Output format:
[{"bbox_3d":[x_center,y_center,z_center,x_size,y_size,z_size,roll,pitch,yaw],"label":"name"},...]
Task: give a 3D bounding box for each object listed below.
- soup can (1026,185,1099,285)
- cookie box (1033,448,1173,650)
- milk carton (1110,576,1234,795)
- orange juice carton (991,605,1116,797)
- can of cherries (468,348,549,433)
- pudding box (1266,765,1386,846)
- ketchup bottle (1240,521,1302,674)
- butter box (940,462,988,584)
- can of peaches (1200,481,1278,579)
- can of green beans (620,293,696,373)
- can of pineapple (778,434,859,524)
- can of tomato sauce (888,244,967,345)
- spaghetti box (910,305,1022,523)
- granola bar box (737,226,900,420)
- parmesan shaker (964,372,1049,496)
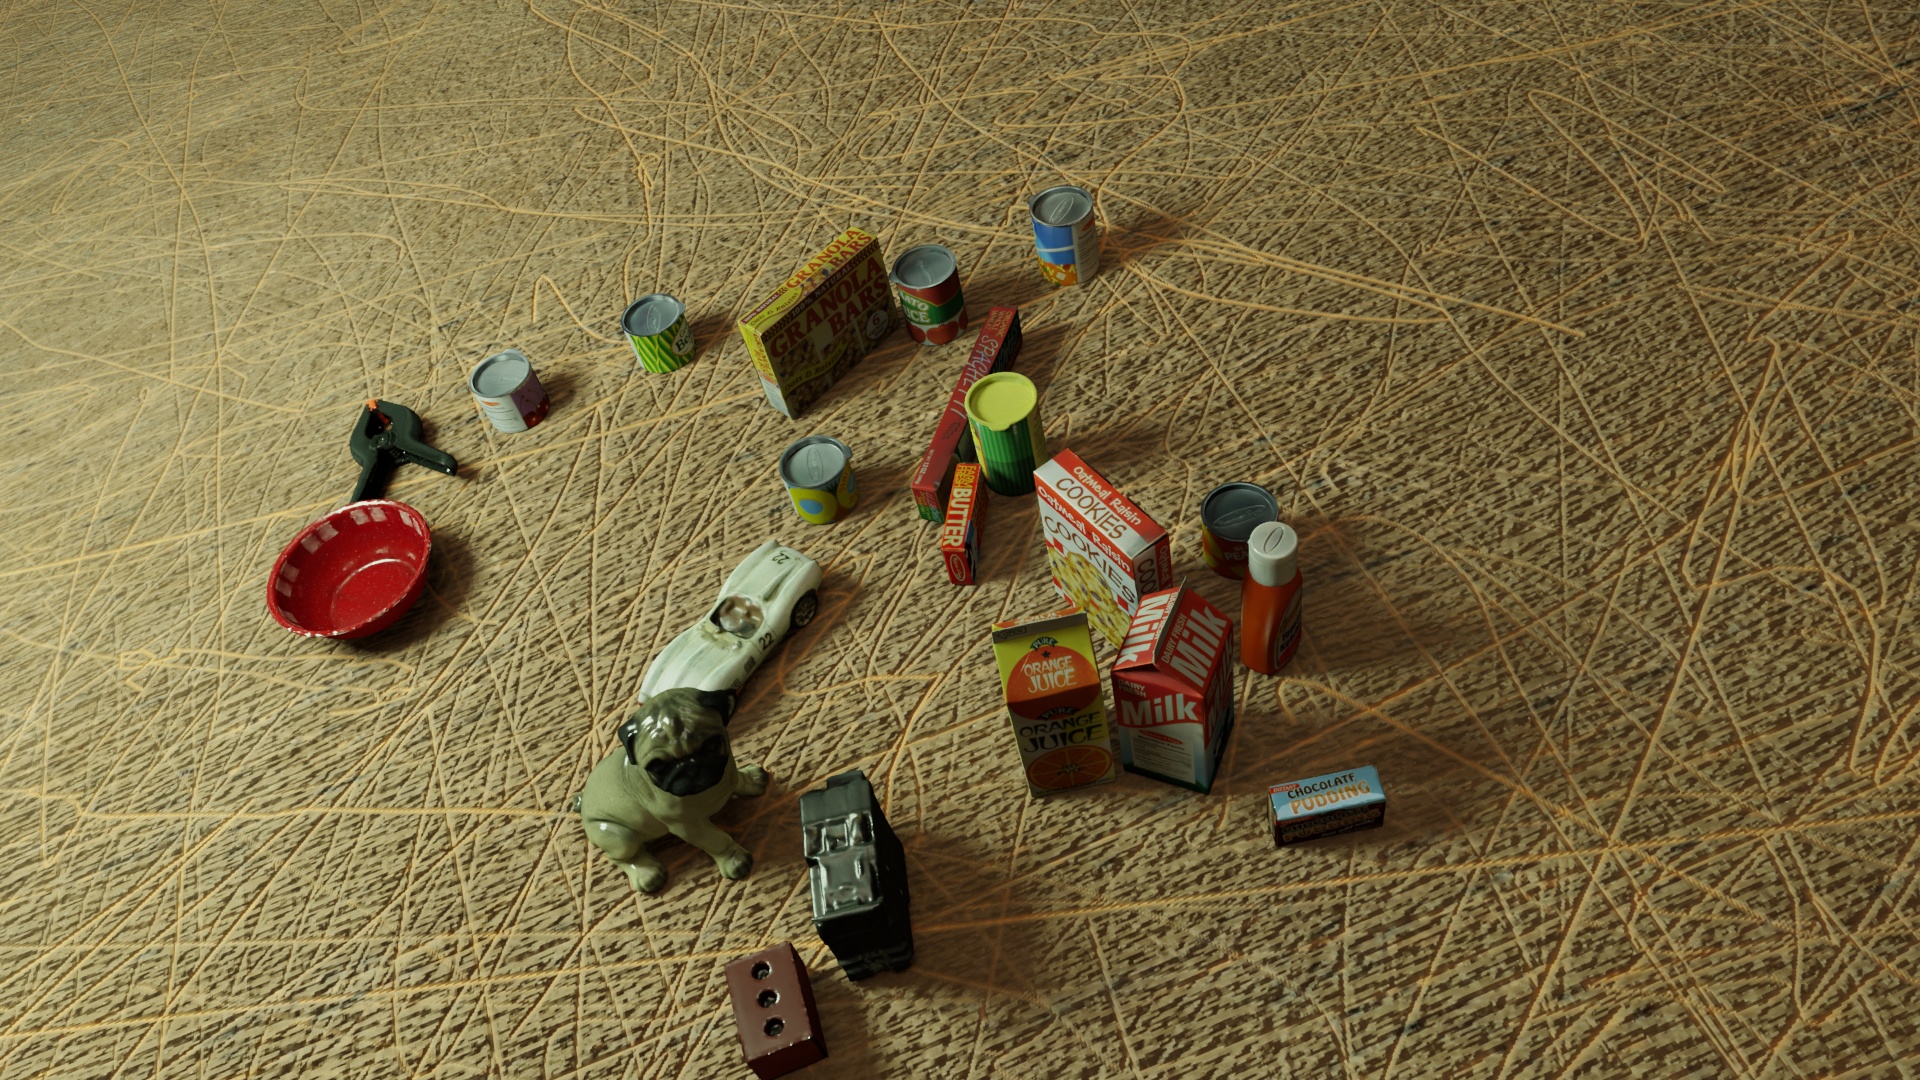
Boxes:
[{"bbox_3d":[0.108,-0.322,1.466,0.071,0.083,0.072,-6,52,7],"label":"soup can"},{"bbox_3d":[0.121,0.018,1.141,0.040,0.166,0.123,-35,54,-15],"label":"cookie box"},{"bbox_3d":[0.162,0.109,1.047,0.073,0.189,0.073,14,57,21],"label":"milk carton"},{"bbox_3d":[0.071,0.115,1.059,0.072,0.191,0.073,-12,51,3],"label":"orange juice carton"},{"bbox_3d":[-0.475,-0.158,1.472,0.071,0.058,0.072,-6,51,7],"label":"can of cherries"},{"bbox_3d":[0.274,0.199,1.043,0.084,0.049,0.030,-12,51,2],"label":"pudding box"},{"bbox_3d":[0.248,0.044,1.107,0.043,0.148,0.065,23,60,27],"label":"ketchup bottle"},{"bbox_3d":[0.005,-0.016,1.265,0.024,0.053,0.104,1,53,13],"label":"butter box"},{"bbox_3d":[0.243,-0.007,1.206,0.071,0.057,0.071,-6,51,7],"label":"can of peaches"},{"bbox_3d":[-0.323,-0.222,1.492,0.071,0.057,0.071,-6,51,7],"label":"can of green beans"},{"bbox_3d":[-0.132,-0.057,1.323,0.071,0.057,0.071,-6,51,7],"label":"can of pineapple"},{"bbox_3d":[-0.032,-0.253,1.441,0.071,0.082,0.071,-6,52,7],"label":"can of tomato sauce"},{"bbox_3d":[0.010,-0.128,1.355,0.029,0.050,0.251,10,55,19],"label":"spaghetti box"},{"bbox_3d":[-0.141,-0.221,1.411,0.039,0.123,0.166,31,64,30],"label":"granola bar box"},{"bbox_3d":[0.044,-0.095,1.287,0.071,0.102,0.072,-6,52,7],"label":"parmesan shaker"}]
